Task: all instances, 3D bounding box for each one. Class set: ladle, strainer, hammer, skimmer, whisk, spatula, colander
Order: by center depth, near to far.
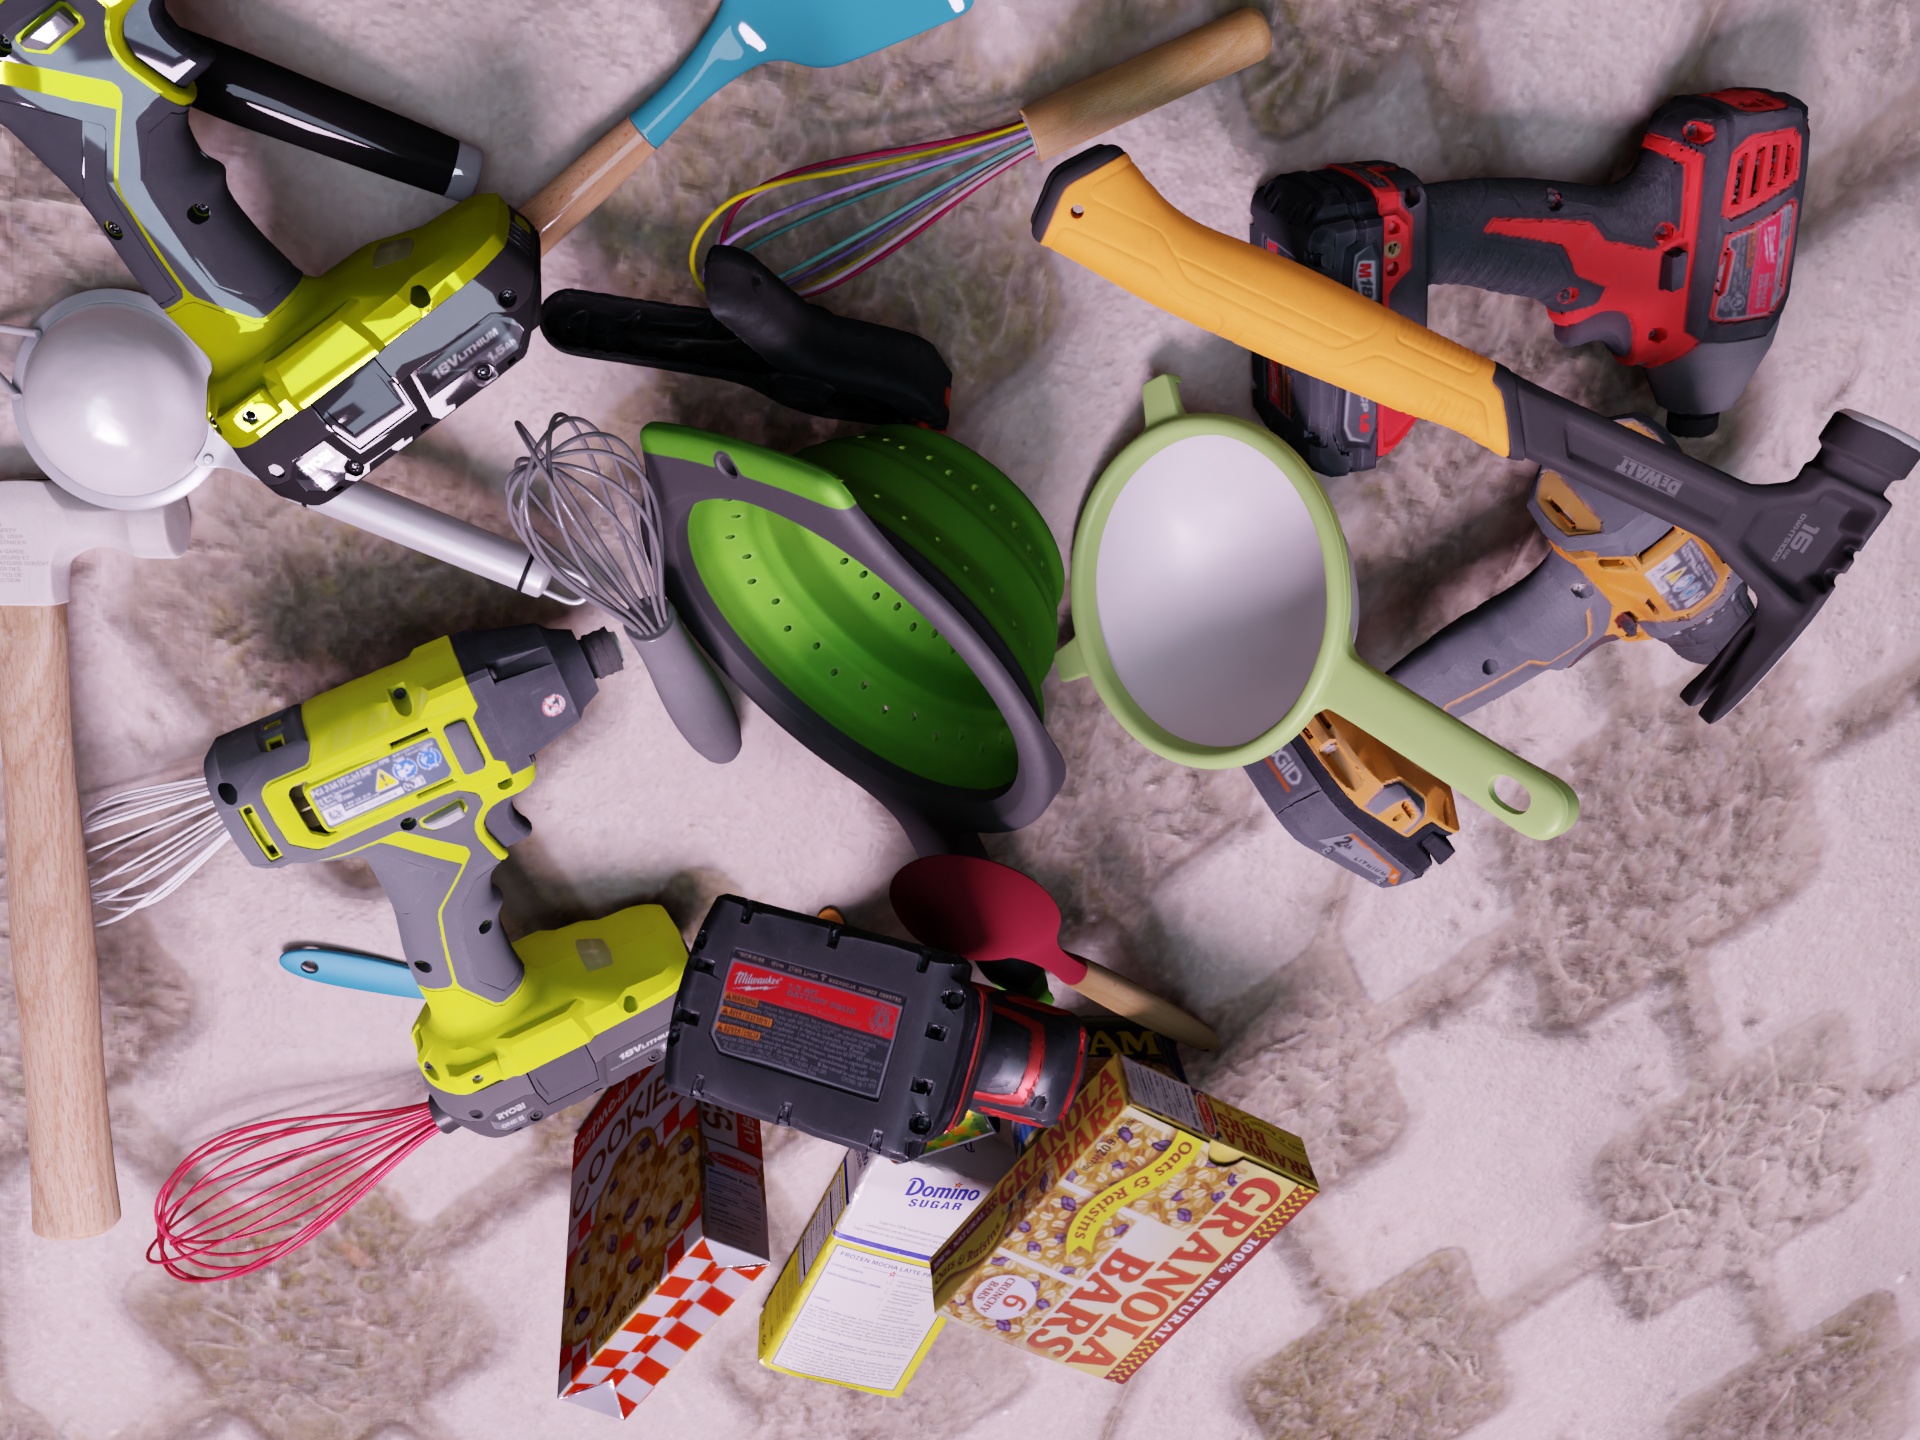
[{"bbox_3d":[-0.351,-0.268,0.557,0.363,0.090,0.127,15,117,-27],"label":"skimmer"},{"bbox_3d":[0.179,-0.119,0.599,0.337,0.034,0.127,24,112,-5],"label":"hammer"},{"bbox_3d":[-0.142,-0.207,0.610,0.317,0.044,0.082,-36,124,14],"label":"spatula"},{"bbox_3d":[0.007,-0.222,0.623,0.245,0.051,0.047,-24,114,3],"label":"whisk"},{"bbox_3d":[-0.272,-0.100,0.639,0.258,0.050,0.087,22,101,-14],"label":"strainer"},{"bbox_3d":[-0.130,-0.043,0.657,0.055,0.055,0.238,-15,150,1],"label":"whisk"},{"bbox_3d":[0.155,-0.031,0.660,0.069,0.257,0.151,-9,127,-42],"label":"strainer"},{"bbox_3d":[-0.393,0.064,0.680,0.130,0.031,0.331,0,100,-7],"label":"hammer"},{"bbox_3d":[-0.001,-0.002,0.717,0.094,0.205,0.396,-52,142,-23],"label":"colander"},{"bbox_3d":[-0.310,0.026,0.720,0.246,0.058,0.059,-26,154,3],"label":"whisk"},{"bbox_3d":[0.064,0.124,0.761,0.069,0.031,0.315,-13,153,26],"label":"ladle"},{"bbox_3d":[-0.286,0.210,0.821,0.296,0.073,0.073,-24,120,1],"label":"whisk"}]

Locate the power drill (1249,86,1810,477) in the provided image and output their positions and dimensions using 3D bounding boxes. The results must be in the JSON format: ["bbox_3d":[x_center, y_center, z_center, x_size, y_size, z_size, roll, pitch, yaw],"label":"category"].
[{"bbox_3d":[0.238,-0.174,0.664,0.219,0.079,0.143,-11,121,-5],"label":"power drill"}]

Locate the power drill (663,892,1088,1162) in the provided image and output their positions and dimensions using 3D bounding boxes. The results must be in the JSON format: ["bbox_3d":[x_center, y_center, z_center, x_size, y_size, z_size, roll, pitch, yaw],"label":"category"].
[{"bbox_3d":[-0.051,0.133,0.712,0.188,0.226,0.080,13,81,17],"label":"power drill"}]

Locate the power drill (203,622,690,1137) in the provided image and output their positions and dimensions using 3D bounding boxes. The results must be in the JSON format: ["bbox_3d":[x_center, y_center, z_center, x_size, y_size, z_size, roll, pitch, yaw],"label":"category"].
[{"bbox_3d":[-0.205,0.068,0.716,0.171,0.080,0.223,-25,126,-13],"label":"power drill"}]

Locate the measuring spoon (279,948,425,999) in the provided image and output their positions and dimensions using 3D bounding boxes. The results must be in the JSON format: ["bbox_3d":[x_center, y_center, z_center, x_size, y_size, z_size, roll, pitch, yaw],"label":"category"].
[{"bbox_3d":[-0.277,0.138,0.799,0.128,0.021,0.042,15,116,-17],"label":"measuring spoon"}]

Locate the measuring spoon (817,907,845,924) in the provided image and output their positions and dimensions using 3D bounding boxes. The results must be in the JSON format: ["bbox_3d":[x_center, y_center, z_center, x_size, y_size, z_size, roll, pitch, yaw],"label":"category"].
[{"bbox_3d":[-0.067,0.147,0.842,0.021,0.011,0.116,-1,116,-2],"label":"measuring spoon"}]

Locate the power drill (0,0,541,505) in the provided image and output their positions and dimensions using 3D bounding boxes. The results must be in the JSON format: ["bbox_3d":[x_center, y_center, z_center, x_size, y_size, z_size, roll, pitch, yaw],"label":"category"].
[{"bbox_3d":[-0.247,-0.204,0.532,0.190,0.080,0.228,-33,125,9],"label":"power drill"}]

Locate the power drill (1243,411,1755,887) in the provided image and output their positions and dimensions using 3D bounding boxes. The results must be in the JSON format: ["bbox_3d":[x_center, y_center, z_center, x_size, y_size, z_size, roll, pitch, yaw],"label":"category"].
[{"bbox_3d":[0.257,-0.020,0.734,0.226,0.084,0.185,-42,141,19],"label":"power drill"}]
